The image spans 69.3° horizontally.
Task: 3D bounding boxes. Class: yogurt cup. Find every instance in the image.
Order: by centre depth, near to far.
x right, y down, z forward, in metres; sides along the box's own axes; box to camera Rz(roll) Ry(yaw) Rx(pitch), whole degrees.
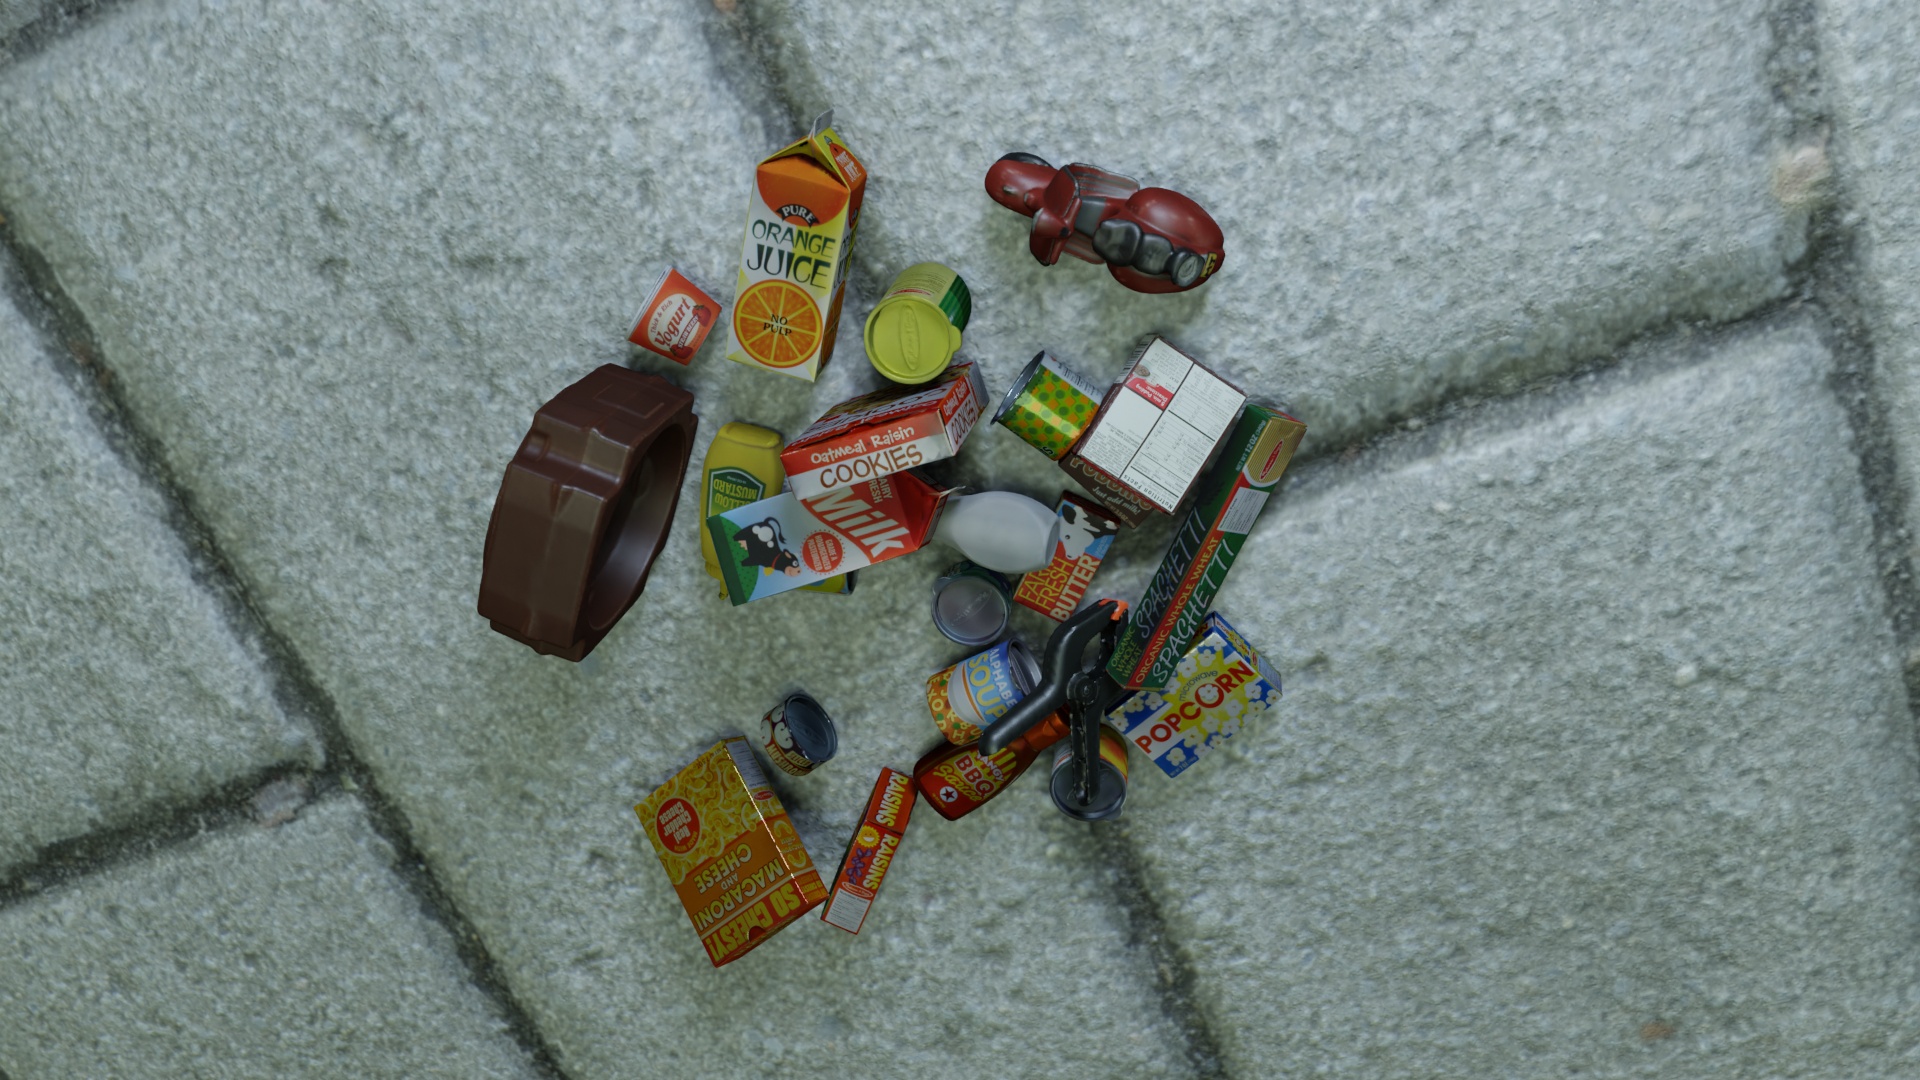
[{"bbox_3d":[-0.223,-0.173,1.084,0.054,0.073,0.072,31,115,-15],"label":"yogurt cup"}]

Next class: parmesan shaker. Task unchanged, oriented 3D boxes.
[{"bbox_3d":[-0.027,-0.164,1.037,0.071,0.103,0.071,3,114,7],"label":"parmesan shaker"}]

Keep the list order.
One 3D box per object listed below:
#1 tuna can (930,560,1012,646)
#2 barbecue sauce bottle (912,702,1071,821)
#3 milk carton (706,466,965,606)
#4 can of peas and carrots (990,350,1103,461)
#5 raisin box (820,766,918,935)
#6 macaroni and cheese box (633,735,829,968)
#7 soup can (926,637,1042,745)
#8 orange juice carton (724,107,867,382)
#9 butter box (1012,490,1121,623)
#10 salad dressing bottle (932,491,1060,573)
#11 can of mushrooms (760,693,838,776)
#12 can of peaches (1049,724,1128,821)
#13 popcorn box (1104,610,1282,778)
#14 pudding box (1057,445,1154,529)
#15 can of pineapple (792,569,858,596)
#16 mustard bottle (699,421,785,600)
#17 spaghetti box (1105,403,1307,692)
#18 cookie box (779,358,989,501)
[{"bbox_3d":[0.008,0.051,1.166,0.071,0.033,0.070,3,114,7],"label":"tuna can"},{"bbox_3d":[0.032,0.186,1.216,0.148,0.044,0.065,-34,103,20],"label":"barbecue sauce bottle"},{"bbox_3d":[-0.089,-0.013,1.073,0.190,0.072,0.073,-17,92,6],"label":"milk carton"},{"bbox_3d":[0.067,-0.101,1.071,0.059,0.071,0.070,34,114,-8],"label":"can of peas and carrots"},{"bbox_3d":[-0.080,0.278,1.250,0.040,0.086,0.122,23,115,-1],"label":"raisin box"},{"bbox_3d":[-0.209,0.280,1.252,0.123,0.040,0.167,-38,73,22],"label":"macaroni and cheese box"},{"bbox_3d":[0.021,0.129,1.177,0.083,0.072,0.071,-26,108,18],"label":"soup can"},{"bbox_3d":[-0.119,-0.225,1.041,0.073,0.072,0.191,15,115,1],"label":"orange juice carton"},{"bbox_3d":[0.087,0.014,1.143,0.053,0.024,0.103,25,114,-2],"label":"butter box"},{"bbox_3d":[0.004,-0.014,1.119,0.148,0.044,0.064,13,103,16],"label":"salad dressing bottle"},{"bbox_3d":[-0.142,0.173,1.221,0.033,0.071,0.071,-34,105,22],"label":"can of mushrooms"},{"bbox_3d":[0.113,0.201,1.203,0.071,0.058,0.071,3,114,6],"label":"can of peaches"},{"bbox_3d":[0.195,0.132,1.171,0.085,0.038,0.126,44,112,-11],"label":"popcorn box"},{"bbox_3d":[0.124,-0.055,1.104,0.083,0.030,0.049,40,112,-10],"label":"pudding box"},{"bbox_3d":[-0.116,0.010,1.147,0.058,0.071,0.070,5,114,5],"label":"can of pineapple"},{"bbox_3d":[-0.186,-0.017,1.155,0.065,0.049,0.159,14,115,4],"label":"mustard bottle"},{"bbox_3d":[0.191,0.010,1.094,0.050,0.029,0.249,9,115,-43],"label":"spaghetti box"},{"bbox_3d":[-0.053,-0.086,1.038,0.123,0.168,0.040,-16,105,15],"label":"cookie box"}]
